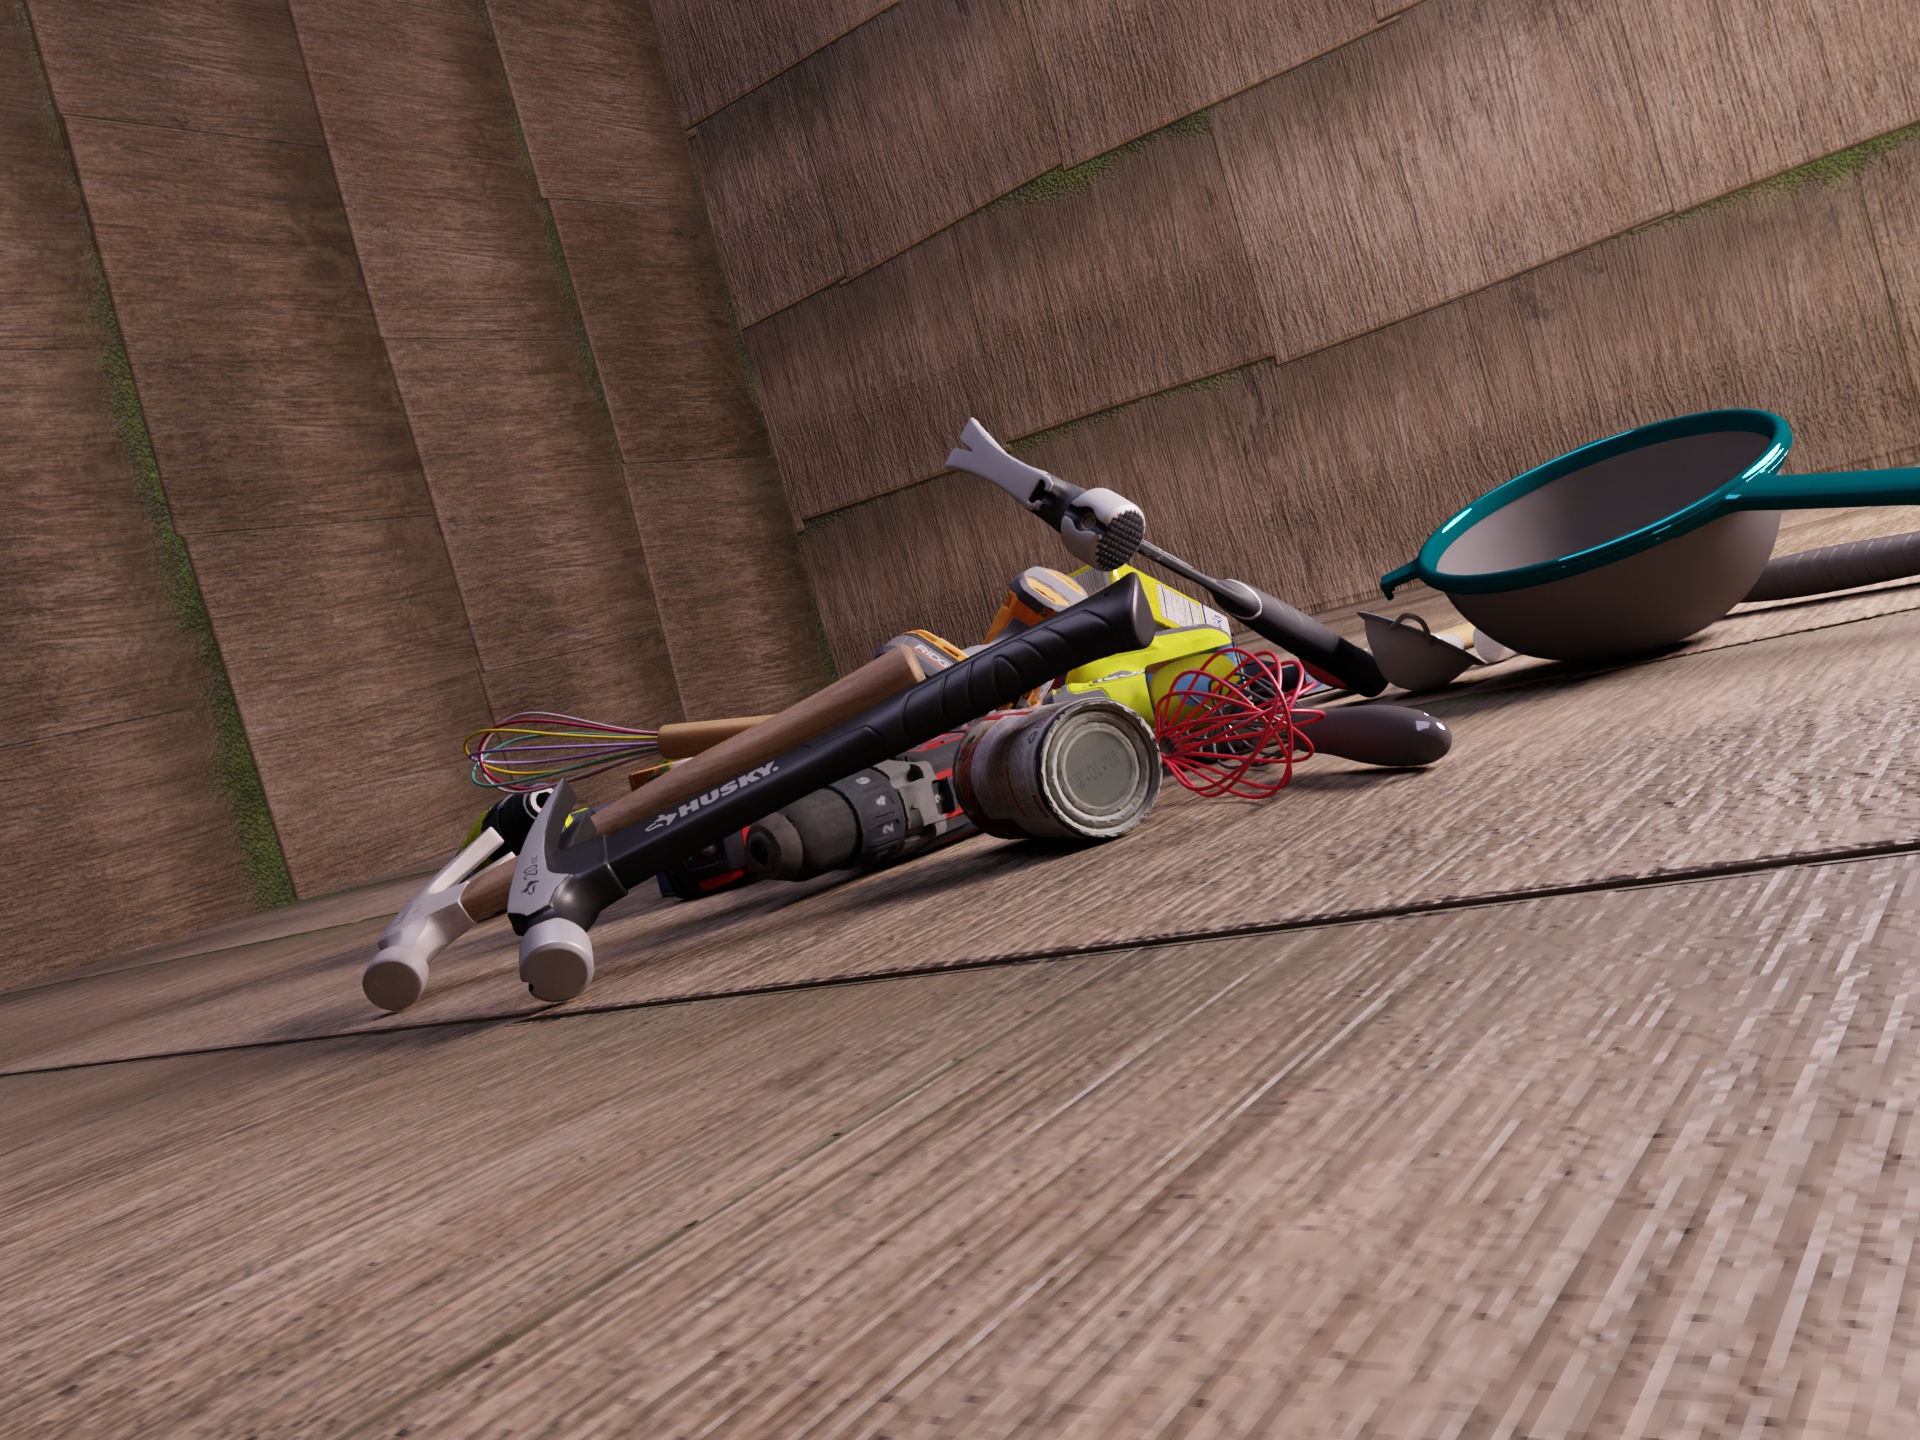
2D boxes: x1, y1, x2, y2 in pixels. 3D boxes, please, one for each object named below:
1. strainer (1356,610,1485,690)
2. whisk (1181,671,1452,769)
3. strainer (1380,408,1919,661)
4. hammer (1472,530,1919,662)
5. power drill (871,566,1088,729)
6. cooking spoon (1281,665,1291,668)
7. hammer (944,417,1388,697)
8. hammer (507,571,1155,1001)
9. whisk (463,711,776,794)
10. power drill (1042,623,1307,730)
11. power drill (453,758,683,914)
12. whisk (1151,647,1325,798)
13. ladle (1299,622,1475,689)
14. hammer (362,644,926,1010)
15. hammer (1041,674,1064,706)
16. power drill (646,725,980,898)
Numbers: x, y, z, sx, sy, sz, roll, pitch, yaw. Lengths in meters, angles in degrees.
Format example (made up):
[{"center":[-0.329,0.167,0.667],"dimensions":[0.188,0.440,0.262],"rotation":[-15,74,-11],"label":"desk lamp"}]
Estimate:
[{"center":[0.320,-0.048,1.083],"dimensions":[0.087,0.050,0.258],"rotation":[26,13,21],"label":"strainer"},{"center":[0.172,0.002,0.794],"dimensions":[0.055,0.055,0.239],"rotation":[-16,6,-15],"label":"whisk"},{"center":[0.407,-0.088,0.866],"dimensions":[0.211,0.095,0.340],"rotation":[-32,16,-17],"label":"strainer"},{"center":[0.477,-0.082,0.973],"dimensions":[0.128,0.033,0.331],"rotation":[-18,3,-26],"label":"hammer"},{"center":[-0.002,-0.004,1.139],"dimensions":[0.226,0.084,0.185],"rotation":[-33,-26,-56],"label":"power drill"},{"center":[0.151,-0.004,1.446],"dimensions":[0.319,0.017,0.069],"rotation":[-15,1,18],"label":"cooking spoon"},{"center":[0.150,-0.078,0.944],"dimensions":[0.408,0.036,0.149],"rotation":[20,14,-48],"label":"hammer"},{"center":[-0.059,0.013,0.760],"dimensions":[0.335,0.035,0.146],"rotation":[-26,29,-2],"label":"hammer"},{"center":[-0.204,0.014,0.988],"dimensions":[0.245,0.047,0.051],"rotation":[-5,26,19],"label":"whisk"},{"center":[0.148,-0.018,1.133],"dimensions":[0.171,0.080,0.223],"rotation":[-12,6,5],"label":"power drill"},{"center":[-0.274,0.074,1.246],"dimensions":[0.228,0.080,0.190],"rotation":[-17,-14,-35],"label":"power drill"},{"center":[0.112,0.012,0.825],"dimensions":[0.073,0.073,0.296],"rotation":[-16,-3,-13],"label":"whisk"},{"center":[0.369,-0.061,1.237],"dimensions":[0.315,0.031,0.069],"rotation":[-14,23,-40],"label":"ladle"},{"center":[-0.169,0.046,0.872],"dimensions":[0.331,0.031,0.130],"rotation":[-28,19,3],"label":"hammer"},{"center":[0.087,-0.029,1.481],"dimensions":[0.149,0.037,0.359],"rotation":[-2,-2,5],"label":"hammer"},{"center":[-0.093,0.056,0.933],"dimensions":[0.188,0.080,0.227],"rotation":[-18,6,-44],"label":"power drill"}]
